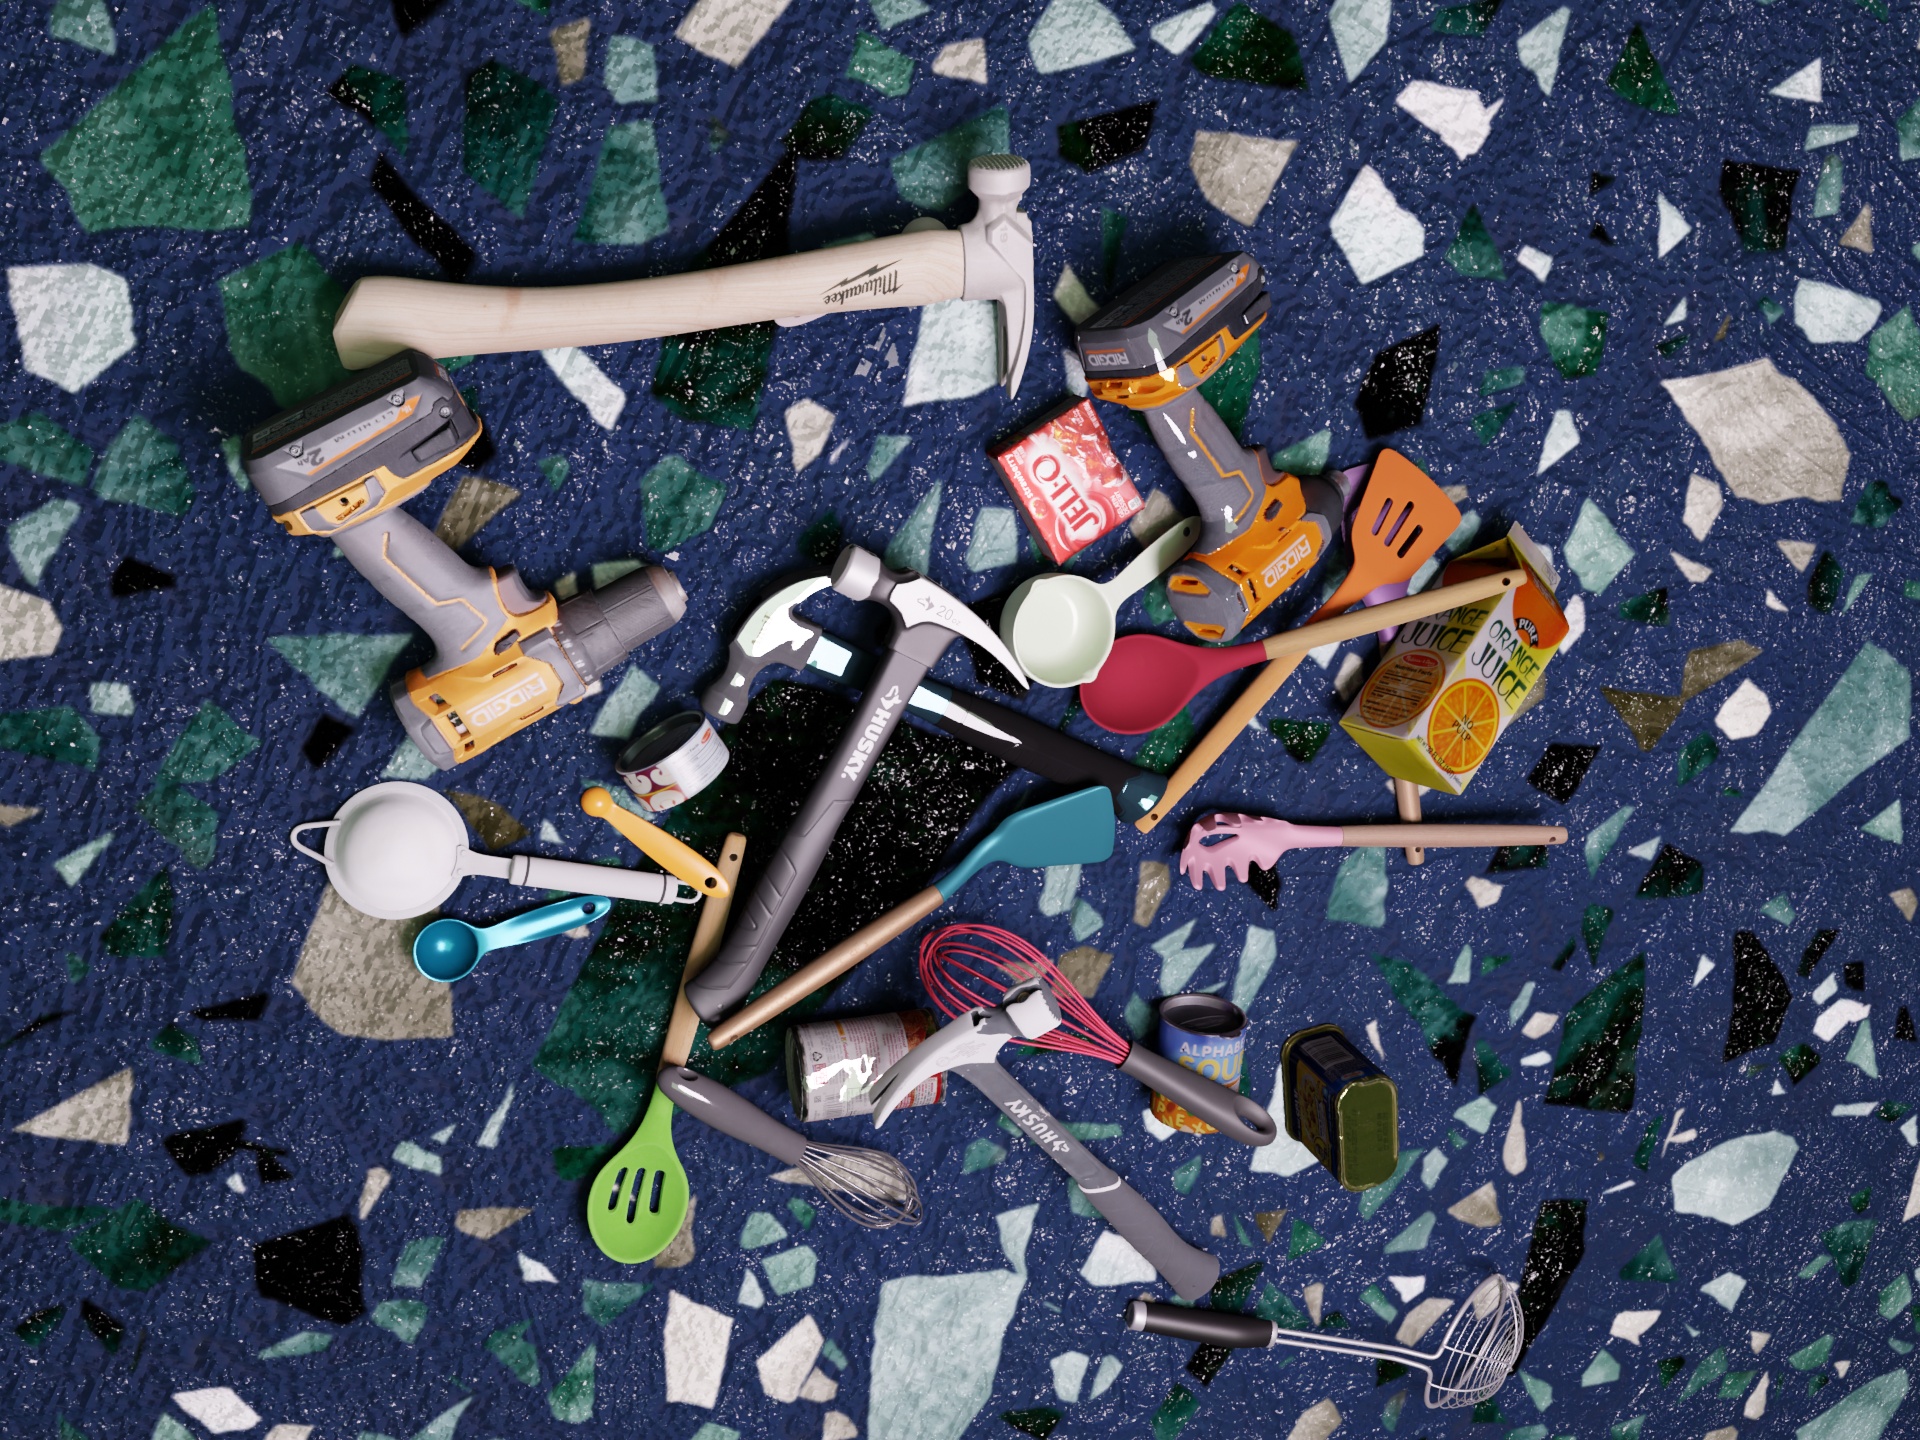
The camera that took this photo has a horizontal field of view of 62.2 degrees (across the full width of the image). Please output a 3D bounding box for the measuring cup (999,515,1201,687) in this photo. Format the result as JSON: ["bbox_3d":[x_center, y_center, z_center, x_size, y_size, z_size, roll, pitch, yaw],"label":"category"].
[{"bbox_3d":[0.097,-0.090,1.085,0.167,0.038,0.083,-39,114,-14],"label":"measuring cup"}]

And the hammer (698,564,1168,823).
[{"bbox_3d":[-0.002,-0.003,1.079,0.330,0.033,0.128,24,99,-22],"label":"hammer"}]

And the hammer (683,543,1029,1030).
[{"bbox_3d":[-0.085,0.061,1.039,0.146,0.035,0.334,25,100,-22],"label":"hammer"}]

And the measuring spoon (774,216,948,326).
[{"bbox_3d":[-0.059,-0.275,0.986,0.124,0.018,0.034,-29,113,-7],"label":"measuring spoon"}]

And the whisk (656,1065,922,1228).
[{"bbox_3d":[-0.116,0.298,1.117,0.238,0.055,0.055,37,93,-27],"label":"whisk"}]

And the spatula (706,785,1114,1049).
[{"bbox_3d":[-0.030,0.137,1.080,0.317,0.044,0.082,-32,141,-21],"label":"spatula"}]

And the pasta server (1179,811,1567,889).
[{"bbox_3d":[0.311,0.091,1.187,0.316,0.040,0.060,0,123,-11],"label":"pasta server"}]

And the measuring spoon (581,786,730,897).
[{"bbox_3d":[-0.199,0.082,1.045,0.117,0.011,0.021,38,93,-14],"label":"measuring spoon"}]

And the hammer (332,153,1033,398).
[{"bbox_3d":[-0.155,-0.242,0.950,0.410,0.038,0.146,-10,125,-11],"label":"hammer"}]

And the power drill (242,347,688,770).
[{"bbox_3d":[-0.280,-0.099,0.929,0.185,0.084,0.226,-29,124,-7],"label":"power drill"}]

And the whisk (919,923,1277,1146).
[{"bbox_3d":[0.101,0.228,1.132,0.295,0.073,0.073,30,96,-7],"label":"whisk"}]

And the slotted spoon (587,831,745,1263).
[{"bbox_3d":[-0.193,0.225,1.092,0.070,0.031,0.313,13,100,-21],"label":"slotted spoon"}]

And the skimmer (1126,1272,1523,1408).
[{"bbox_3d":[0.307,0.504,1.332,0.363,0.090,0.127,12,105,-10],"label":"skimmer"}]

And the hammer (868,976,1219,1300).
[{"bbox_3d":[0.088,0.330,1.154,0.149,0.036,0.408,-30,129,11],"label":"hammer"}]

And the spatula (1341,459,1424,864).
[{"bbox_3d":[0.323,-0.037,1.178,0.060,0.018,0.315,-15,109,-10],"label":"spatula"}]

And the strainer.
[{"bbox_3d":[-0.290,0.093,1.016,0.258,0.050,0.087,11,88,-23],"label":"strainer"}]

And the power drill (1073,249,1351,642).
[{"bbox_3d":[0.179,-0.187,1.048,0.164,0.084,0.226,-39,119,-25],"label":"power drill"}]

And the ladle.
[{"bbox_3d":[0.235,-0.057,1.100,0.315,0.031,0.069,-16,99,4],"label":"ladle"}]

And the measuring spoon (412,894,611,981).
[{"bbox_3d":[-0.293,0.135,1.042,0.128,0.021,0.042,-15,104,-22],"label":"measuring spoon"}]

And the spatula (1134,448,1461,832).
[{"bbox_3d":[0.232,-0.046,1.137,0.081,0.041,0.322,38,100,-14],"label":"spatula"}]
